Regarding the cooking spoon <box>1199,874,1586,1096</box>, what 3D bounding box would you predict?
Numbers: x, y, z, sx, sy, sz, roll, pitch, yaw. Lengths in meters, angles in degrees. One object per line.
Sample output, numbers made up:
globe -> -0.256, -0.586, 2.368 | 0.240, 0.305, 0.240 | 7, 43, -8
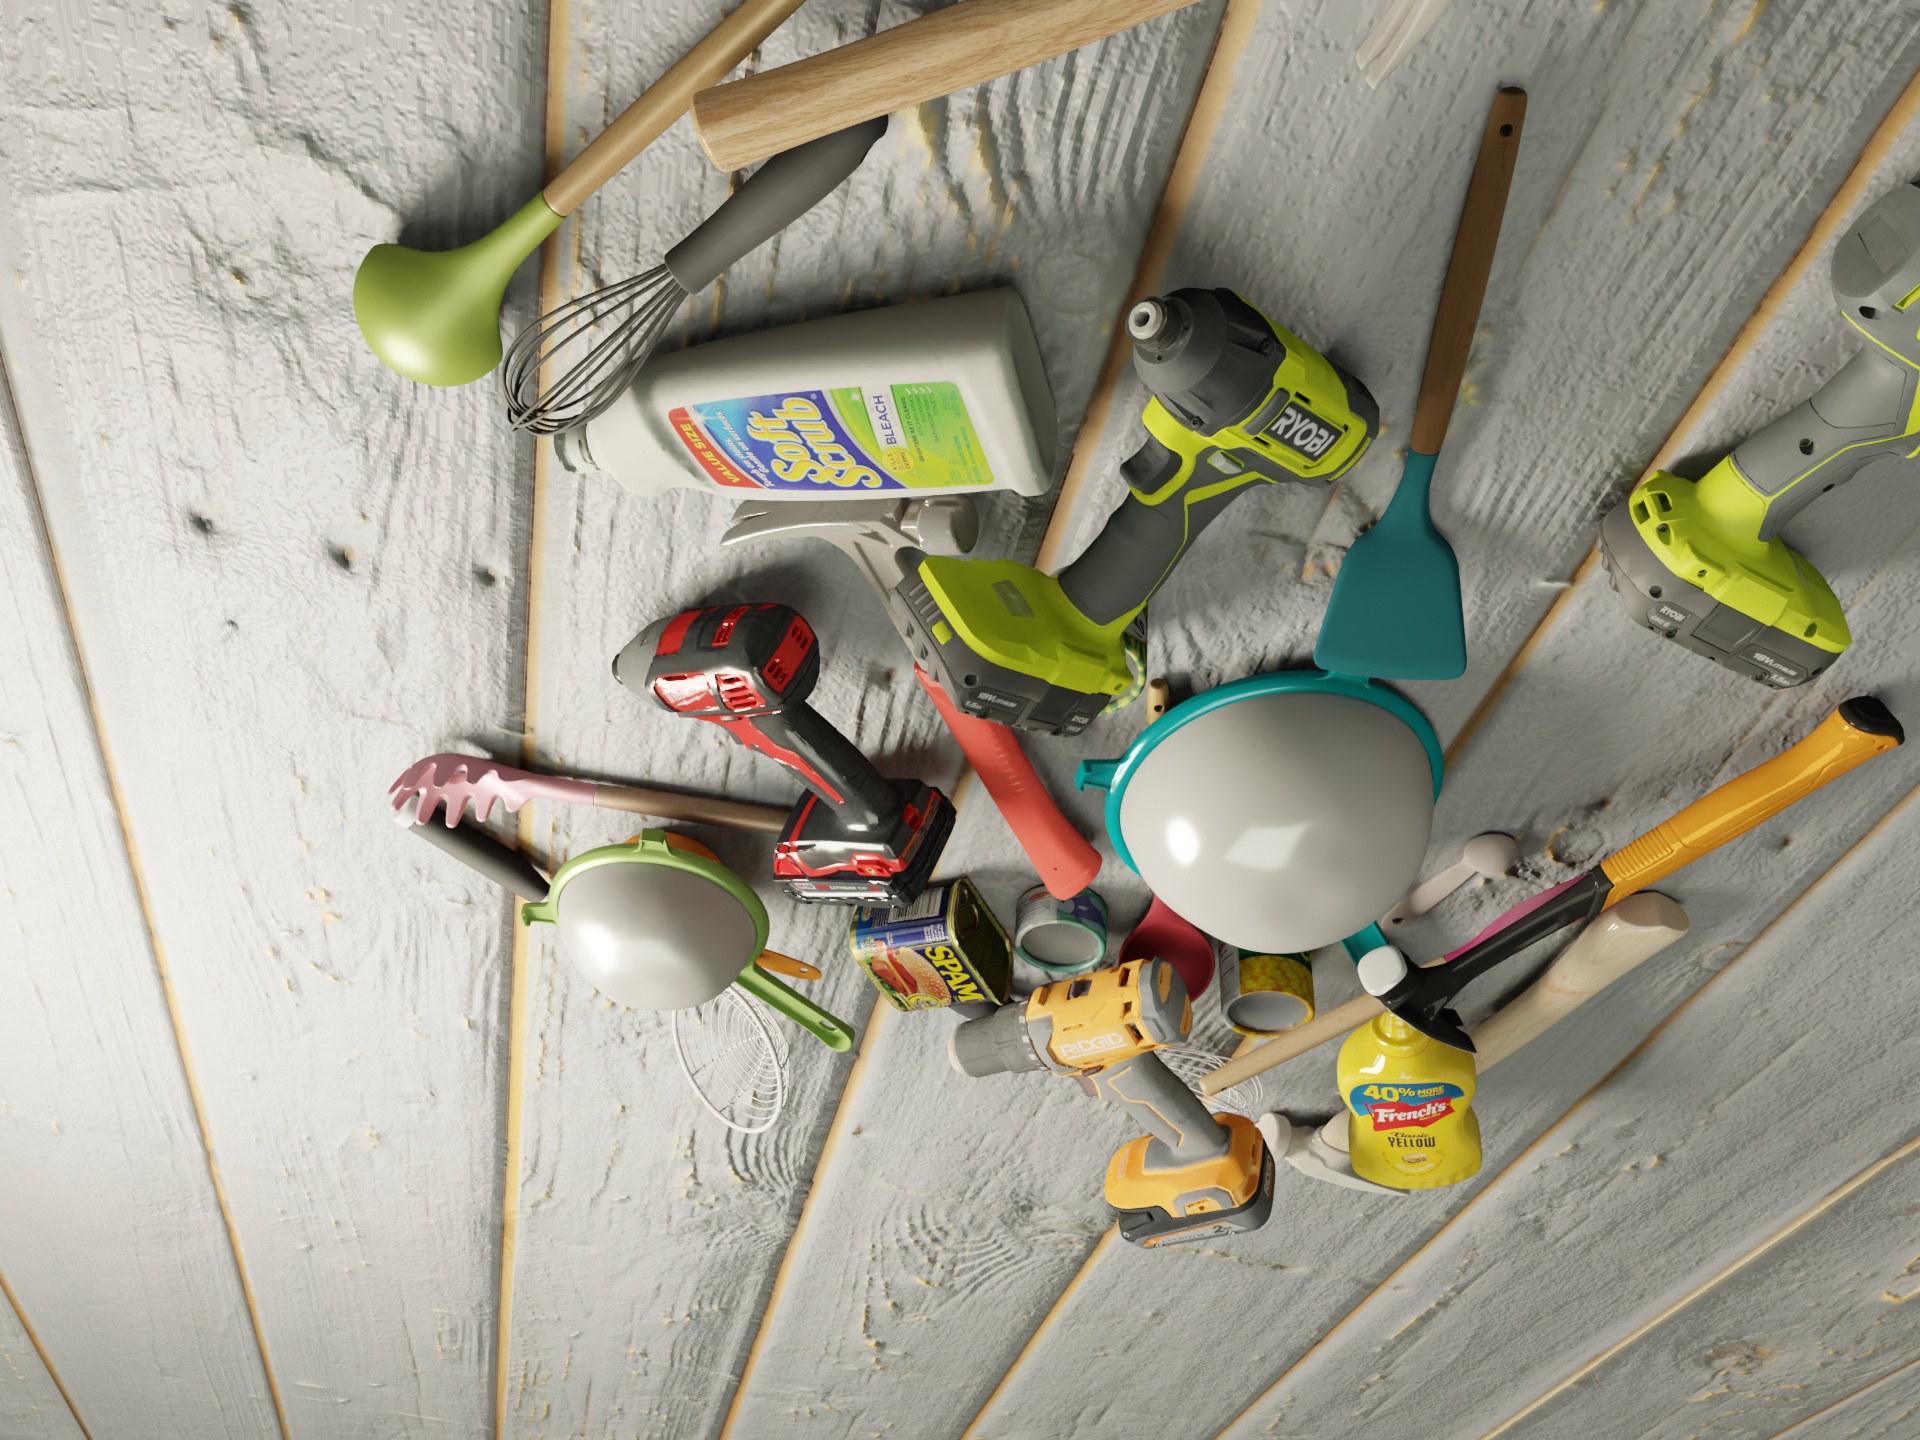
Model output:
cooking spoon -> 0.304, 0.177, 1.065 | 0.319, 0.017, 0.068 | -28, 145, 8

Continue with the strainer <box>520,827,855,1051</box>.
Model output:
strainer -> -0.171, 0.182, 1.086 | 0.151, 0.069, 0.256 | -30, 124, 33

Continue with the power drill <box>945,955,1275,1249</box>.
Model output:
power drill -> 0.110, 0.282, 1.163 | 0.185, 0.084, 0.226 | -20, 115, 26

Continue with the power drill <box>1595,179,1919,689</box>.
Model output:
power drill -> 0.443, -0.122, 0.758 | 0.190, 0.080, 0.228 | 22, 132, -16

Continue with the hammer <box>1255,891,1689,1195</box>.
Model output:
hammer -> 0.393, 0.253, 1.197 | 0.146, 0.038, 0.410 | 20, 135, -16

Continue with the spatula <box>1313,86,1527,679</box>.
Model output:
spatula -> 0.235, -0.148, 0.777 | 0.082, 0.044, 0.317 | 5, 136, 7

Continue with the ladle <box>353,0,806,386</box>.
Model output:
ladle -> -0.163, -0.255, 0.721 | 0.320, 0.062, 0.078 | -31, 119, 25

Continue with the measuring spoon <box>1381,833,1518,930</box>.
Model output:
measuring spoon -> 0.326, 0.115, 1.068 | 0.034, 0.018, 0.124 | 23, 136, -18

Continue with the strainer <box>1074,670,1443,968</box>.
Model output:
strainer -> 0.229, 0.115, 1.006 | 0.211, 0.095, 0.340 | -24, 130, 18

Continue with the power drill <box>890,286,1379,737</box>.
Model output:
power drill -> 0.076, -0.099, 0.755 | 0.171, 0.080, 0.223 | 12, 128, -50

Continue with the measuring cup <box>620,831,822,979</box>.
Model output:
measuring cup -> -0.172, 0.134, 1.127 | 0.173, 0.052, 0.095 | 25, 134, -22

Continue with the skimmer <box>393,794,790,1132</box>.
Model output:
skimmer -> -0.267, 0.183, 1.159 | 0.363, 0.090, 0.127 | 39, 145, -29

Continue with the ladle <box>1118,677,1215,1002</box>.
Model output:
ladle -> 0.135, 0.089, 1.058 | 0.069, 0.031, 0.315 | -3, 135, 6

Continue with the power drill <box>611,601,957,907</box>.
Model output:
power drill -> -0.110, 0.019, 0.962 | 0.143, 0.079, 0.219 | -3, 137, 38

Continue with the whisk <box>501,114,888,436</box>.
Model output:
whisk -> -0.127, -0.208, 0.739 | 0.239, 0.055, 0.055 | -33, 126, 19

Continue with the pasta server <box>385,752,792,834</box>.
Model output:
pasta server -> -0.218, 0.061, 1.063 | 0.316, 0.040, 0.060 | 9, 150, -4

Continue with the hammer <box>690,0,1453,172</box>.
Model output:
hammer -> 0.048, -0.286, 0.642 | 0.331, 0.031, 0.129 | -14, 135, 14

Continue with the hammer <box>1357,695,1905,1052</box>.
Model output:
hammer -> 0.413, 0.096, 0.974 | 0.337, 0.034, 0.127 | -38, 133, 22

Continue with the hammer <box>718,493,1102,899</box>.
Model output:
hammer -> -0.002, -0.003, 0.957 | 0.149, 0.037, 0.358 | 1, 143, 29

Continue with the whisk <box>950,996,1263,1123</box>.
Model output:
whisk -> 0.108, 0.253, 1.222 | 0.284, 0.070, 0.070 | 25, 135, -12
